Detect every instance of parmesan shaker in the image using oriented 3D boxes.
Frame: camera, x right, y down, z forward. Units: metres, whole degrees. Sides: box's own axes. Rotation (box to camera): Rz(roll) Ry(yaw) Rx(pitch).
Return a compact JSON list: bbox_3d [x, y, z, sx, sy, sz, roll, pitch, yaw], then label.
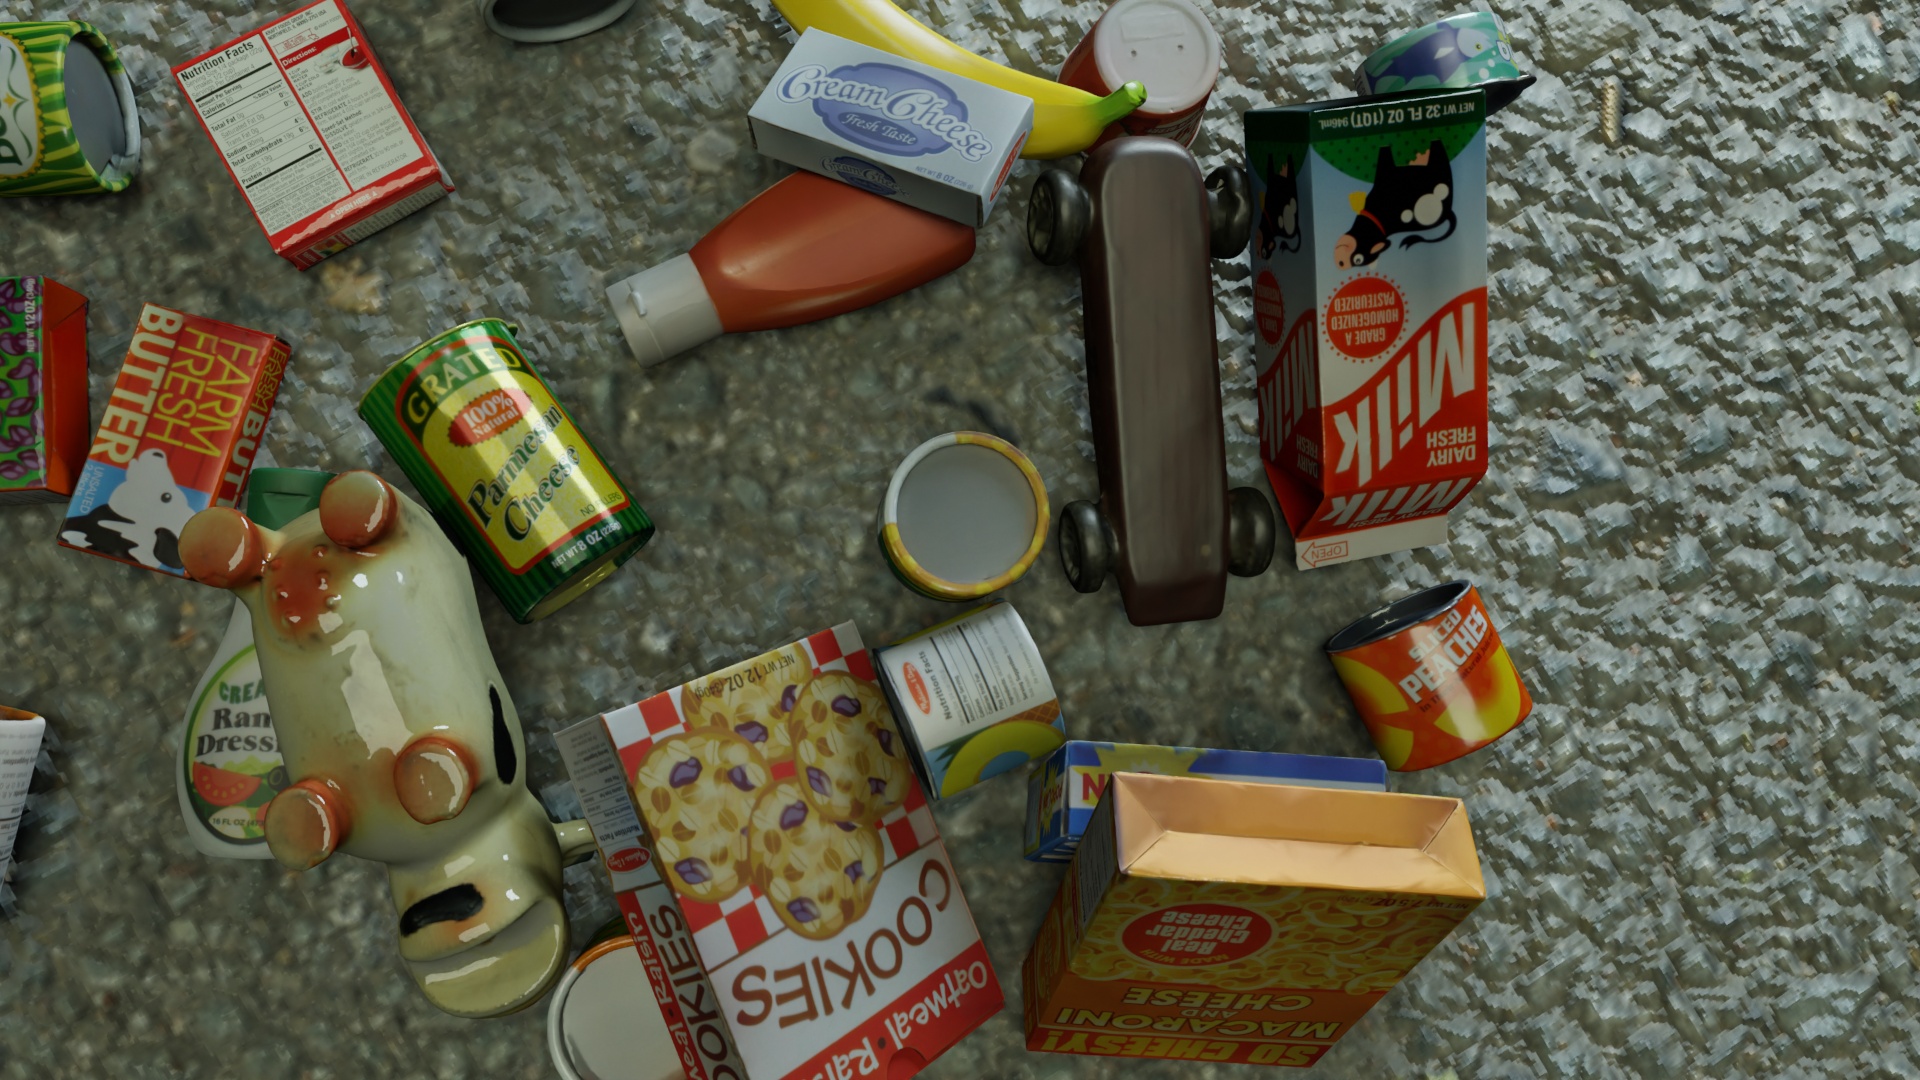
[{"bbox_3d":[-0.174,-0.028,0.547,0.071,0.071,0.103,-37,90,-8],"label":"parmesan shaker"}]

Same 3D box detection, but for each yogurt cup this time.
[{"bbox_3d":[0.078,-0.199,0.597,0.072,0.054,0.072,1,84,-7],"label":"yogurt cup"}]

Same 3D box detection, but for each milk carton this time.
[{"bbox_3d":[0.166,-0.083,0.570,0.072,0.073,0.190,-10,107,-7],"label":"milk carton"}]

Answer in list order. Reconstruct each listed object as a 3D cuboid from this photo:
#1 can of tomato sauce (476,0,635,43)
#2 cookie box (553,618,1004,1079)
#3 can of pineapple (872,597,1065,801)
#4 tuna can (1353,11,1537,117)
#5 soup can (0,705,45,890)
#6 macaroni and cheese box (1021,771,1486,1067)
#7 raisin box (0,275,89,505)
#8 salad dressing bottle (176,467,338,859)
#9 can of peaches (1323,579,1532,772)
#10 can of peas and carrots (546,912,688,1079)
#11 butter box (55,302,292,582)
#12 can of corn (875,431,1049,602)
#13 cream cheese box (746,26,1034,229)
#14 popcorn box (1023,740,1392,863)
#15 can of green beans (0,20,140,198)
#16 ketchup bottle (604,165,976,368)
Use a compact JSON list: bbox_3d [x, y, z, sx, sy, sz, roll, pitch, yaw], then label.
[{"bbox_3d":[-0.173,-0.258,0.568,0.071,0.071,0.083,-18,88,-8],"label":"can of tomato sauce"},{"bbox_3d":[-0.063,0.127,0.523,0.123,0.040,0.167,-19,86,-47],"label":"cookie box"},{"bbox_3d":[0.003,0.064,0.559,0.058,0.071,0.071,-22,87,-8],"label":"can of pineapple"},{"bbox_3d":[0.210,-0.200,0.604,0.071,0.071,0.033,-15,86,-7],"label":"tuna can"},{"bbox_3d":[-0.387,0.101,0.510,0.071,0.071,0.084,11,83,-5],"label":"soup can"},{"bbox_3d":[0.098,0.146,0.514,0.124,0.165,0.040,6,51,-6],"label":"macaroni and cheese box"},{"bbox_3d":[-0.410,-0.055,0.536,0.123,0.040,0.086,-4,86,-8],"label":"raisin box"},{"bbox_3d":[-0.264,0.046,0.540,0.064,0.044,0.147,4,84,-8],"label":"salad dressing bottle"},{"bbox_3d":[0.195,0.056,0.577,0.071,0.071,0.058,-26,89,-8],"label":"can of peaches"},{"bbox_3d":[-0.119,0.179,0.536,0.071,0.058,0.071,1,85,-6],"label":"can of peas and carrots"},{"bbox_3d":[-0.311,-0.039,0.553,0.053,0.024,0.103,17,83,-4],"label":"butter box"},{"bbox_3d":[0.002,-0.007,0.568,0.071,0.058,0.071,1,85,-6],"label":"can of corn"},{"bbox_3d":[-0.027,-0.166,0.557,0.104,0.024,0.053,22,68,13],"label":"cream cheese box"},{"bbox_3d":[0.094,0.108,0.551,0.127,0.085,0.038,4,72,-6],"label":"popcorn box"},{"bbox_3d":[-0.363,-0.166,0.538,0.058,0.071,0.071,-4,85,-7],"label":"can of green beans"},{"bbox_3d":[-0.072,-0.118,0.577,0.149,0.043,0.065,-25,80,-8],"label":"ketchup bottle"}]
